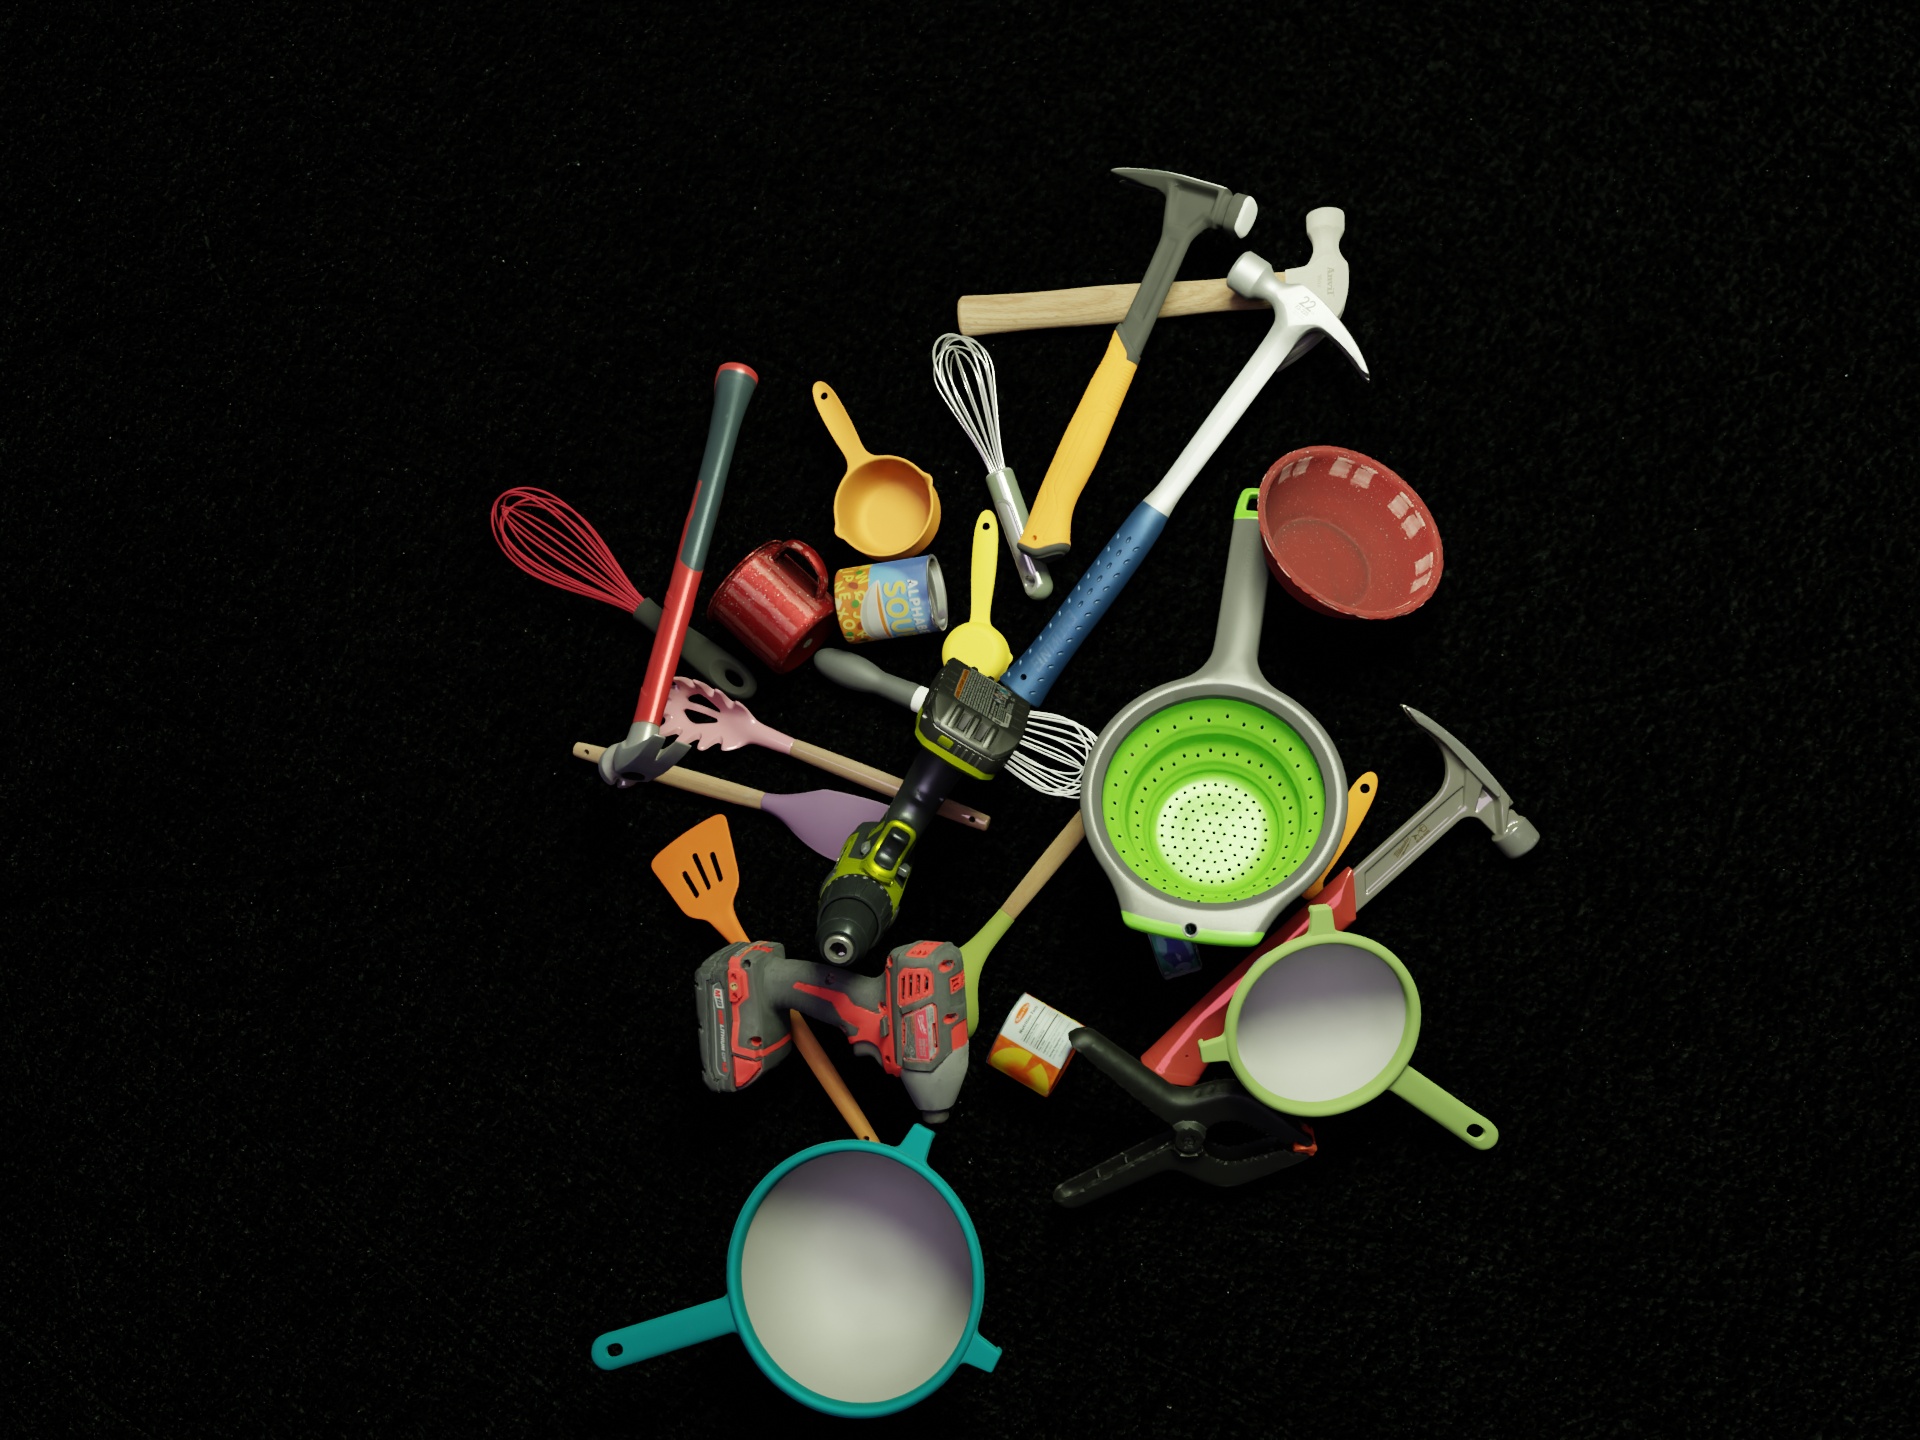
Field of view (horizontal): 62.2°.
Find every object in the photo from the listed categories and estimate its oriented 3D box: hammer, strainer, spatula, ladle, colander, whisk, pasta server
[{"bbox_3d":[0.279,0.156,1.270,0.359,0.037,0.149,-43,91,6],"label":"hammer"},{"bbox_3d":[-0.134,0.466,1.305,0.340,0.095,0.211,-21,78,11],"label":"strainer"},{"bbox_3d":[-0.158,0.232,1.371,0.081,0.041,0.323,-35,83,5],"label":"spatula"},{"bbox_3d":[0.057,0.143,1.331,0.078,0.062,0.320,39,86,13],"label":"ladle"},{"bbox_3d":[0.312,0.252,1.236,0.256,0.069,0.151,35,99,-14],"label":"strainer"},{"bbox_3d":[0.173,-0.180,1.315,0.144,0.035,0.405,38,98,13],"label":"hammer"},{"bbox_3d":[0.217,0.000,1.292,0.204,0.094,0.397,8,68,13],"label":"colander"},{"bbox_3d":[0.122,-0.292,1.321,0.127,0.034,0.337,25,93,26],"label":"hammer"},{"bbox_3d":[-0.197,0.067,1.397,0.316,0.018,0.060,15,90,12],"label":"spatula"},{"bbox_3d":[-0.300,-0.111,1.420,0.296,0.073,0.073,36,92,6],"label":"whisk"},{"bbox_3d":[0.162,-0.356,1.360,0.331,0.031,0.130,-2,83,12],"label":"hammer"},{"bbox_3d":[-0.123,0.034,1.375,0.316,0.040,0.060,21,101,12],"label":"pasta server"},{"bbox_3d":[-0.002,-0.005,1.348,0.285,0.070,0.070,23,89,18],"label":"whisk"},{"bbox_3d":[-0.225,-0.136,1.349,0.038,0.143,0.386,20,70,-24],"label":"hammer"},{"bbox_3d":[0.030,-0.219,1.366,0.058,0.059,0.246,-25,82,49],"label":"whisk"}]

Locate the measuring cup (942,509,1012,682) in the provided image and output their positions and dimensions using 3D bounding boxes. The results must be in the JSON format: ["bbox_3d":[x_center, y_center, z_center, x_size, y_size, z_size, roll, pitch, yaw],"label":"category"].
[{"bbox_3d":[0.016,-0.105,1.364,0.062,0.029,0.156,3,86,12],"label":"measuring cup"}]

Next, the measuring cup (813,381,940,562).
[{"bbox_3d":[-0.080,-0.217,1.386,0.095,0.052,0.174,-30,77,7],"label":"measuring cup"}]

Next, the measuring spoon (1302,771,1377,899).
[{"bbox_3d":[0.308,0.094,1.292,0.021,0.011,0.117,29,91,13],"label":"measuring spoon"}]

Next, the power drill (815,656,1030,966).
[{"bbox_3d":[-0.040,0.078,1.247,0.080,0.191,0.228,31,108,-3],"label":"power drill"}]

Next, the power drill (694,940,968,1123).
[{"bbox_3d":[-0.098,0.249,1.284,0.220,0.078,0.143,-1,98,21],"label":"power drill"}]
